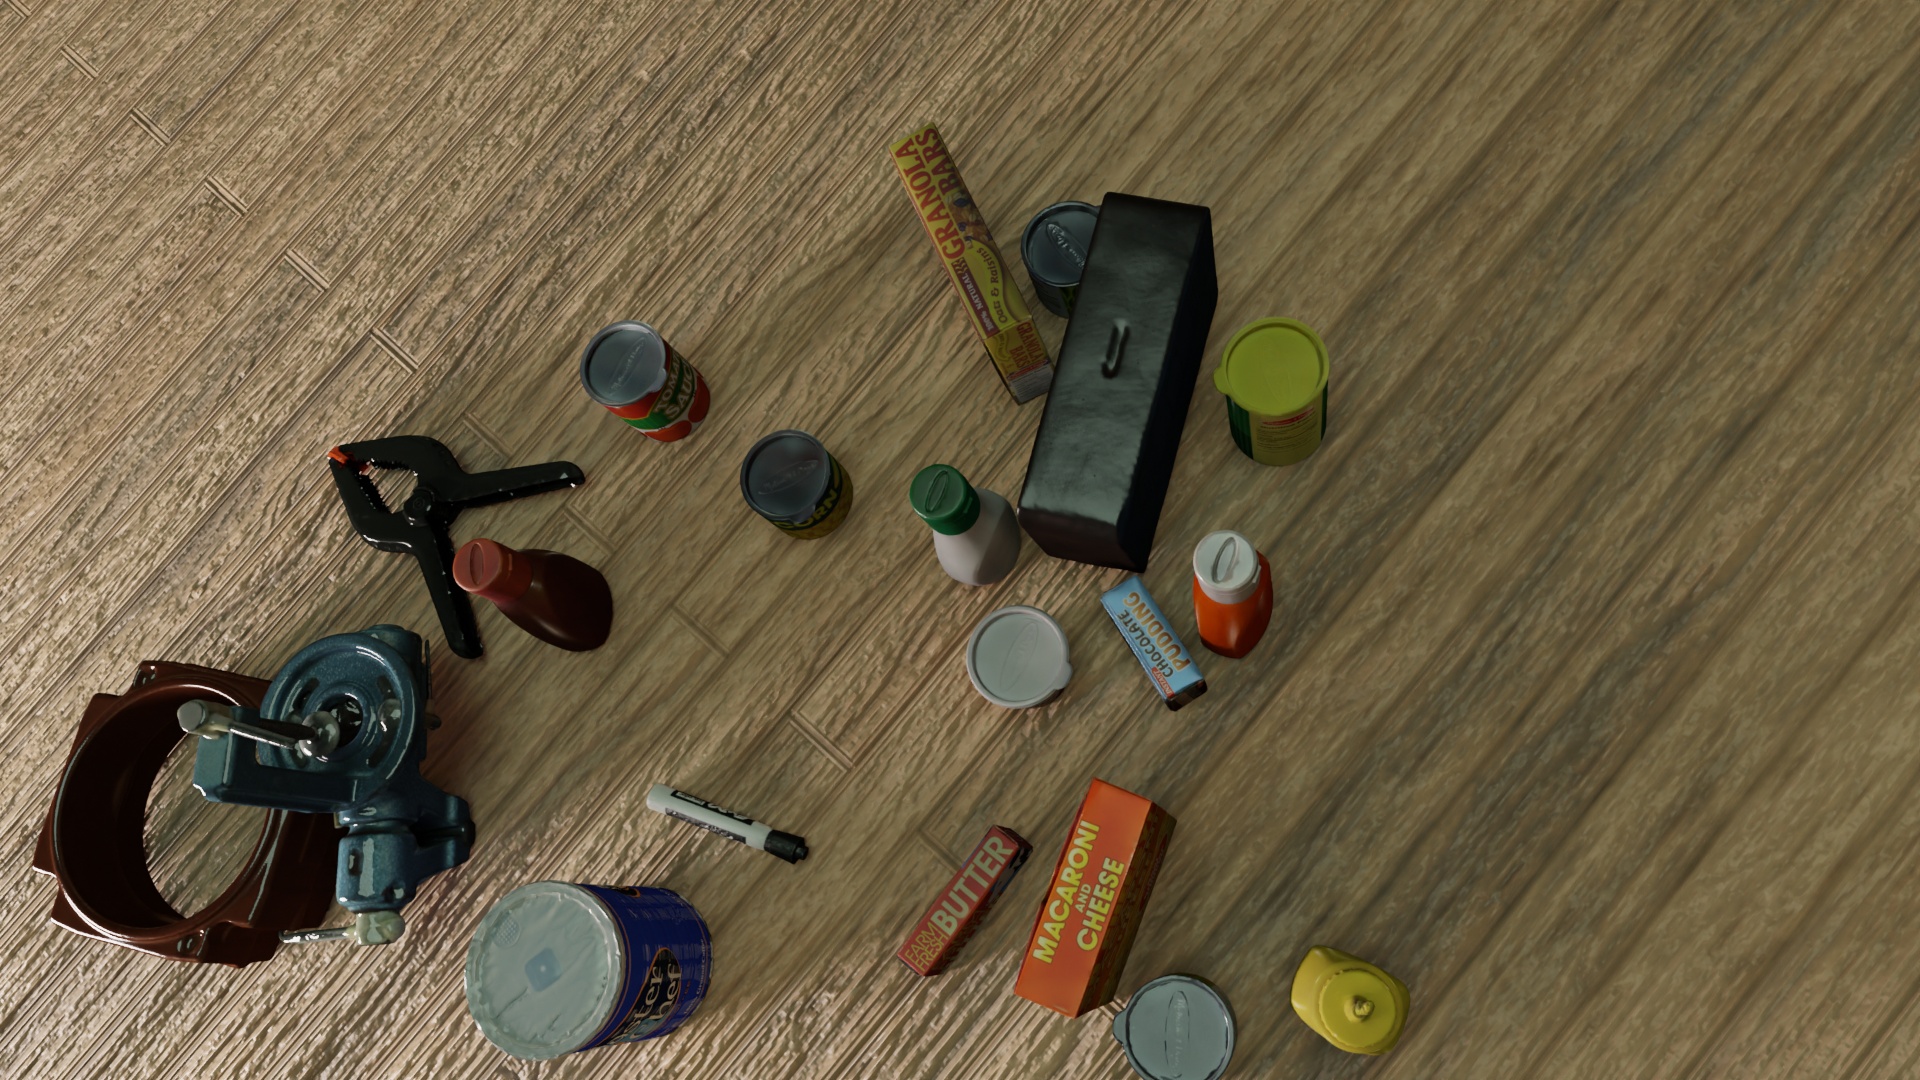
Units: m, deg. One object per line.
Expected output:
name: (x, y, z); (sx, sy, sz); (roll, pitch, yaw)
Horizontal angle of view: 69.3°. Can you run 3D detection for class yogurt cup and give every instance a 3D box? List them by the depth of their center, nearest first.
yogurt cup: (0.042, 0.081, 0.921); (0.072, 0.054, 0.072); (-4, 74, 12)

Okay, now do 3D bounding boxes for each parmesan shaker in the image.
parmesan shaker: (0.203, -0.094, 0.907); (0.071, 0.103, 0.071); (-4, 74, 13)

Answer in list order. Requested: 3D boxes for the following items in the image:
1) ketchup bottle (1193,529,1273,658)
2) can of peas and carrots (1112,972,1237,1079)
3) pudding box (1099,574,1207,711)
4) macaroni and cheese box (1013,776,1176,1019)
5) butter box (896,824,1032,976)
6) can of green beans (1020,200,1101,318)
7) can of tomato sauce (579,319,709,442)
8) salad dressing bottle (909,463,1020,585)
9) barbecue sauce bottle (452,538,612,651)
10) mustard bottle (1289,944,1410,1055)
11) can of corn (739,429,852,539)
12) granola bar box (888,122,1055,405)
ketchup bottle: (0.168, 0.030, 0.855); (0.043, 0.148, 0.065); (20, 80, 18)
can of peas and carrots: (0.130, 0.295, 0.836); (0.071, 0.058, 0.071); (-4, 74, 12)
pudding box: (0.126, 0.067, 0.907); (0.030, 0.049, 0.084); (-33, 70, 3)
macaroni and cheese box: (0.082, 0.210, 0.814); (0.040, 0.166, 0.124); (18, 80, 18)
butter box: (0.004, 0.230, 0.887); (0.024, 0.053, 0.103); (35, 85, 20)
can of green beans: (0.081, -0.199, 0.990); (0.071, 0.057, 0.071); (-4, 74, 12)
can of tomato sauce: (-0.229, -0.116, 1.026); (0.071, 0.083, 0.071); (-4, 74, 13)
salad dressing bottle: (0.003, -0.011, 0.907); (0.044, 0.147, 0.064); (20, 80, 18)
barbecue sauce bottle: (-0.294, 0.034, 0.964); (0.043, 0.148, 0.065); (-10, 73, 11)
mustard bottle: (0.217, 0.257, 0.772); (0.065, 0.160, 0.049); (21, 81, 18)
can of corn: (-0.115, -0.037, 0.989); (0.071, 0.058, 0.071); (-4, 74, 12)
granola bar box: (0.011, -0.189, 0.968); (0.039, 0.124, 0.166); (-26, 70, 5)
